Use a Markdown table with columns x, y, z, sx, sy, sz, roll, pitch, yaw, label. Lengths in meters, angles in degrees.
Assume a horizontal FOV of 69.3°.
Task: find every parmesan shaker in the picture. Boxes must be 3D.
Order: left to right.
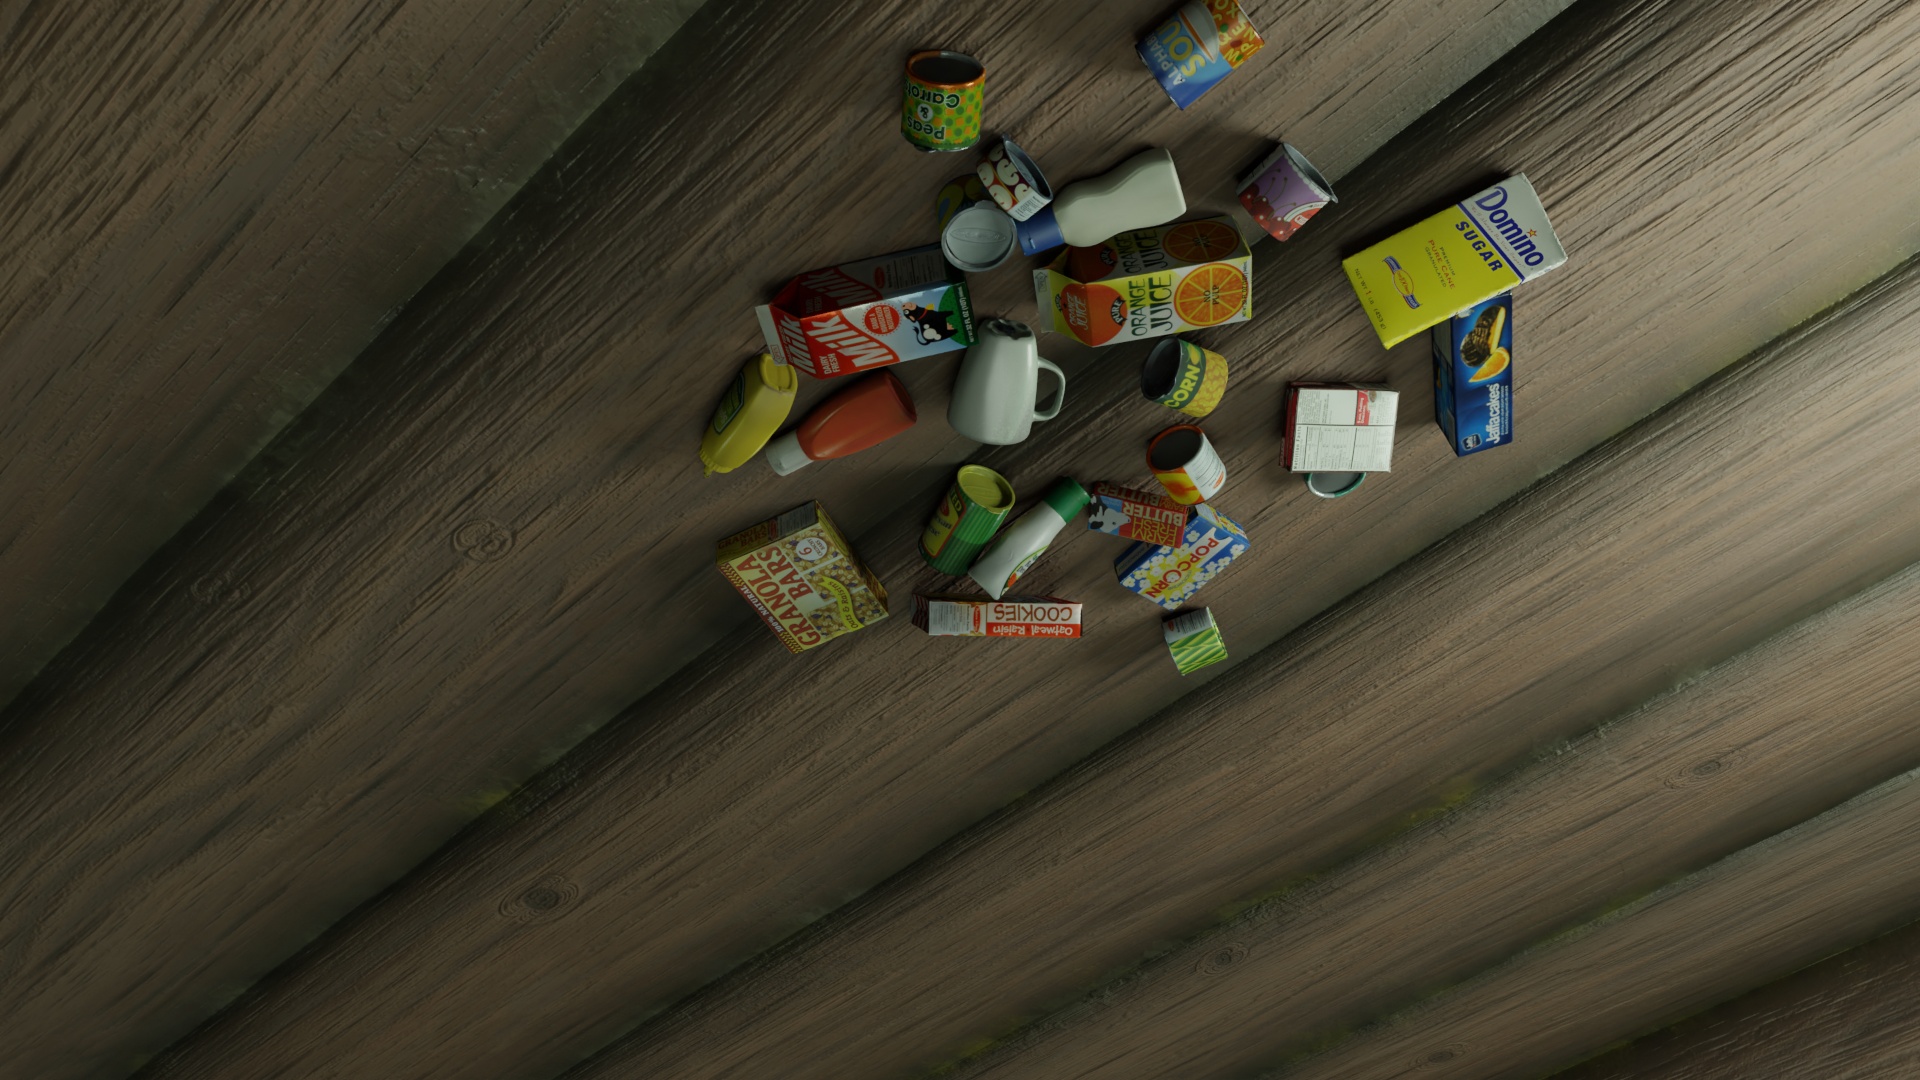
| x | y | z | sx | sy | sz | roll | pitch | yaw | label |
| --- | --- | --- | --- | --- | --- | --- | --- | --- | --- |
| 0.005 | -0.018 | 1.452 | 0.071 | 0.072 | 0.102 | 15 | 129 | -22 | parmesan shaker |

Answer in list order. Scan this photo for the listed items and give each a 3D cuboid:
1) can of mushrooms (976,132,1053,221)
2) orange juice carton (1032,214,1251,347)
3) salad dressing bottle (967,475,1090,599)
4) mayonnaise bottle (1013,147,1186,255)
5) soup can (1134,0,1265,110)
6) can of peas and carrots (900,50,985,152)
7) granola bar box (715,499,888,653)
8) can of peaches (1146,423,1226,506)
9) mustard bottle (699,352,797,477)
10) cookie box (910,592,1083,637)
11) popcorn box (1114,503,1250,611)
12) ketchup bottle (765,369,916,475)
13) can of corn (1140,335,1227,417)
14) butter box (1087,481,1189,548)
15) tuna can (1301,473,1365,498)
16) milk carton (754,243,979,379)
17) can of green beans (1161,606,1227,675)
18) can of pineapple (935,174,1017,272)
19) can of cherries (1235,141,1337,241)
| x | y | z | sx | sy | sz | roll | pitch | yaw | label |
| --- | --- | --- | --- | --- | --- | --- | --- | --- | --- |
| 0.045 | -0.310 | 1.189 | 0.033 | 0.071 | 0.071 | -36 | 128 | 24 | can of mushrooms |
| 0.165 | -0.235 | 1.272 | 0.193 | 0.073 | 0.071 | -10 | 134 | 1 | orange juice carton |
| 0.073 | -0.004 | 1.460 | 0.147 | 0.044 | 0.064 | -46 | 171 | -1 | salad dressing bottle |
| 0.121 | -0.295 | 1.232 | 0.148 | 0.041 | 0.064 | -18 | 132 | 10 | mayonnaise bottle |
| 0.192 | -0.401 | 1.122 | 0.083 | 0.072 | 0.071 | -35 | 128 | 22 | soup can |
| -0.016 | -0.357 | 1.130 | 0.071 | 0.071 | 0.058 | -1 | 132 | -8 | can of peas and carrots |
| -0.169 | 0.044 | 1.505 | 0.124 | 0.039 | 0.165 | -23 | 132 | 13 | granola bar box |
| 0.231 | -0.078 | 1.437 | 0.071 | 0.071 | 0.058 | -27 | 131 | 16 | can of peaches |
| -0.213 | -0.109 | 1.338 | 0.049 | 0.065 | 0.159 | 19 | 131 | -30 | mustard bottle |
| 0.038 | 0.082 | 1.521 | 0.168 | 0.123 | 0.040 | 2 | 91 | -11 | cookie box |
| 0.245 | 0.016 | 1.546 | 0.085 | 0.038 | 0.126 | 28 | 123 | -29 | popcorn box |
| -0.120 | -0.110 | 1.364 | 0.148 | 0.044 | 0.064 | -25 | 131 | 15 | ketchup bottle |
| 0.219 | -0.158 | 1.355 | 0.058 | 0.071 | 0.070 | 17 | 128 | -24 | can of corn |
| 0.189 | -0.027 | 1.480 | 0.103 | 0.024 | 0.052 | 13 | 134 | 12 | butter box |
| 0.399 | -0.081 | 1.483 | 0.071 | 0.033 | 0.070 | -4 | 134 | -5 | tuna can |
| -0.085 | -0.205 | 1.260 | 0.191 | 0.074 | 0.072 | -12 | 134 | 2 | milk carton |
| 0.274 | 0.117 | 1.627 | 0.058 | 0.071 | 0.071 | -22 | 132 | 11 | can of green beans |
| 0.014 | -0.279 | 1.216 | 0.071 | 0.058 | 0.070 | -5 | 134 | -5 | can of pineapple |
| 0.287 | -0.306 | 1.227 | 0.071 | 0.072 | 0.058 | 30 | 123 | -31 | can of cherries |
